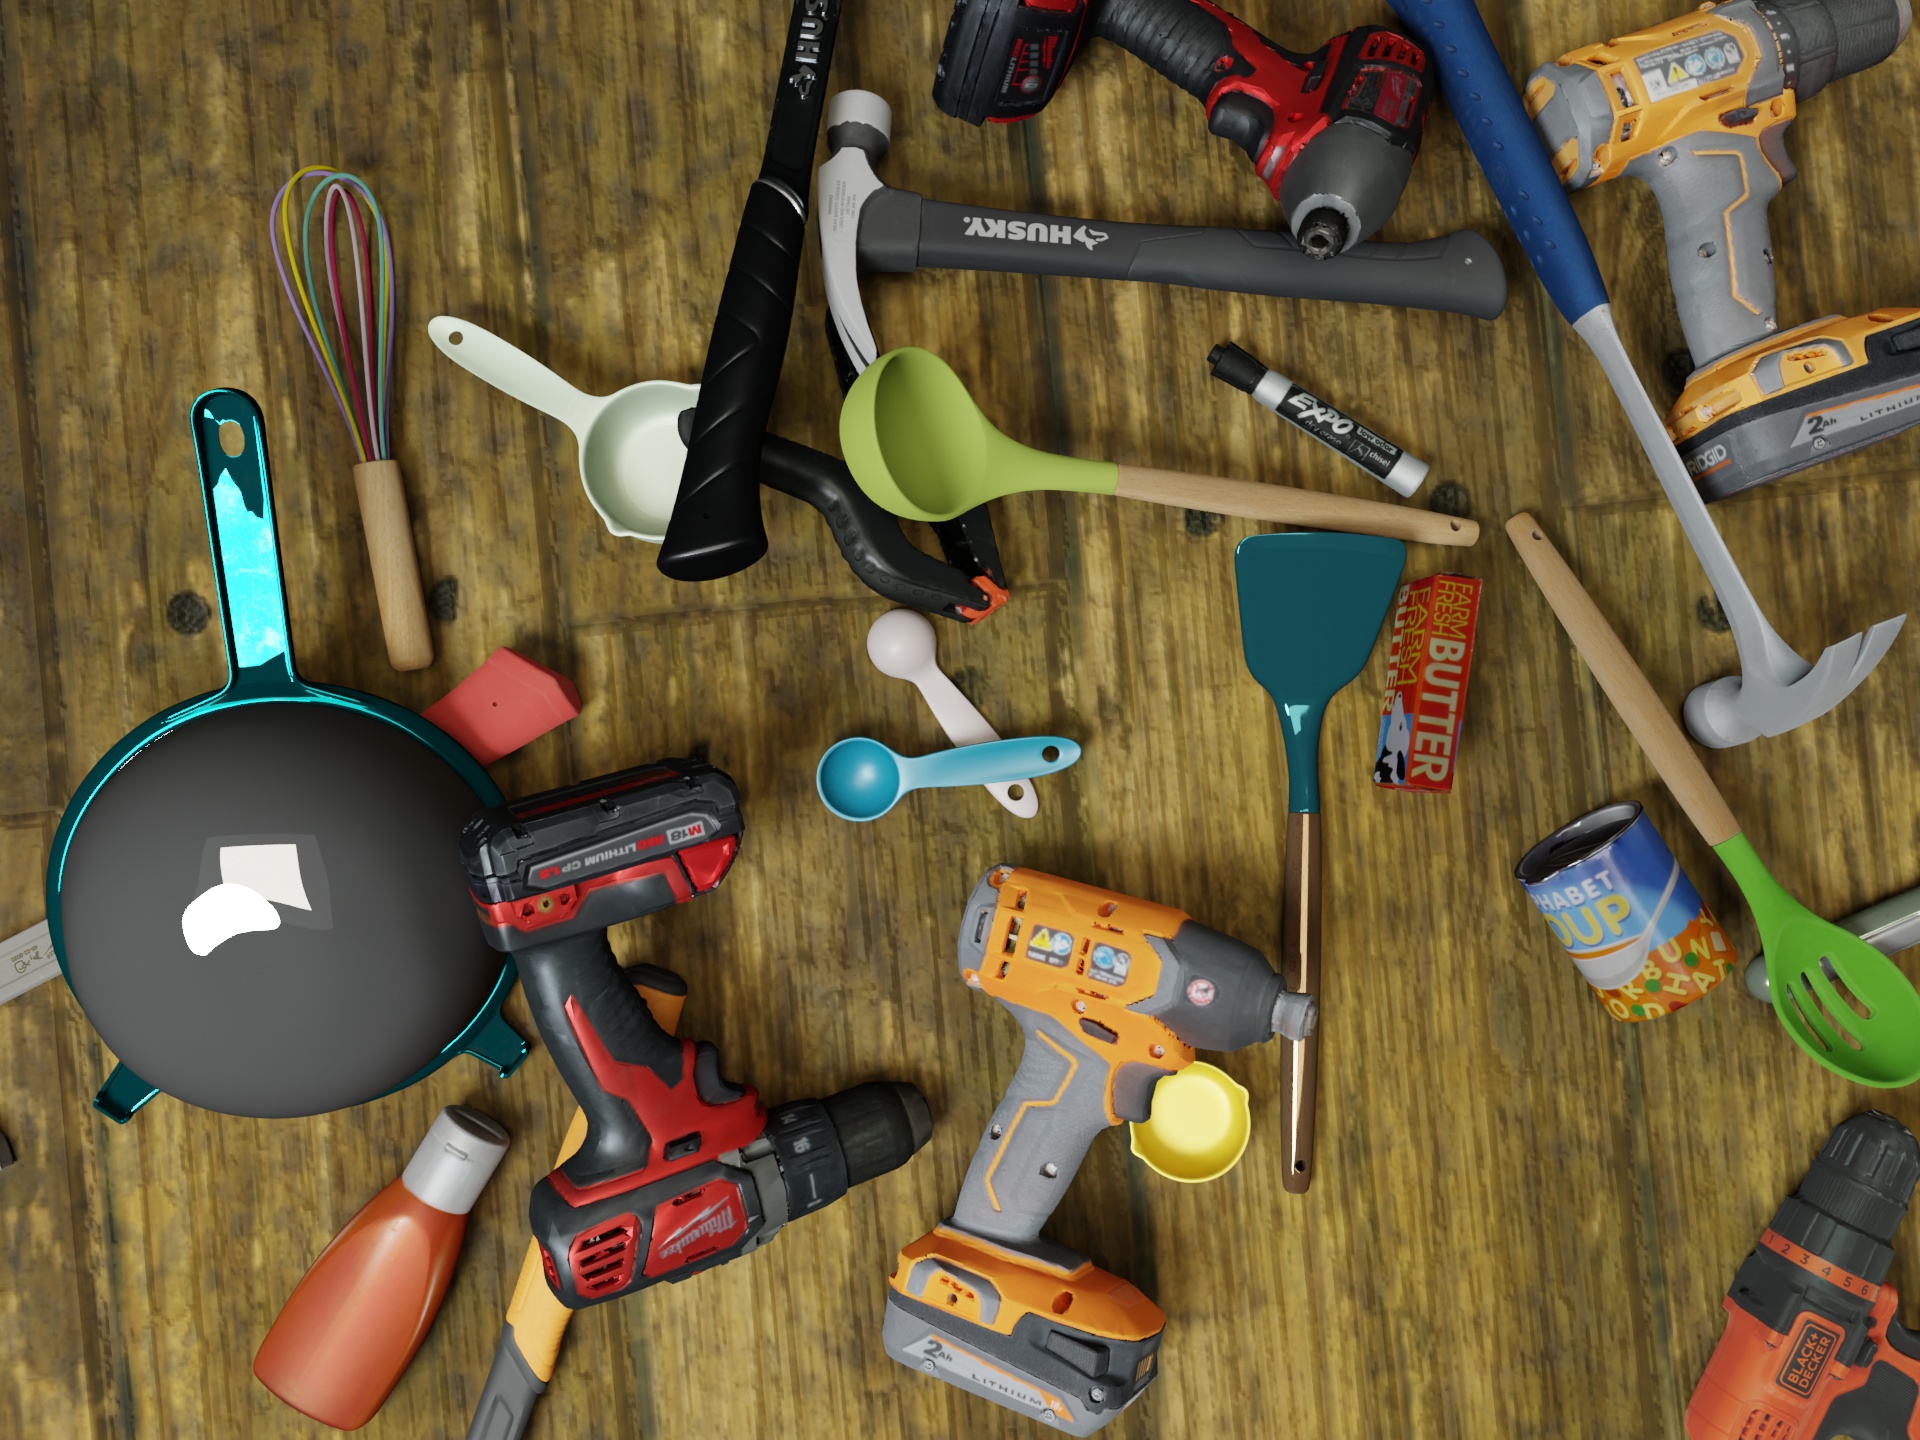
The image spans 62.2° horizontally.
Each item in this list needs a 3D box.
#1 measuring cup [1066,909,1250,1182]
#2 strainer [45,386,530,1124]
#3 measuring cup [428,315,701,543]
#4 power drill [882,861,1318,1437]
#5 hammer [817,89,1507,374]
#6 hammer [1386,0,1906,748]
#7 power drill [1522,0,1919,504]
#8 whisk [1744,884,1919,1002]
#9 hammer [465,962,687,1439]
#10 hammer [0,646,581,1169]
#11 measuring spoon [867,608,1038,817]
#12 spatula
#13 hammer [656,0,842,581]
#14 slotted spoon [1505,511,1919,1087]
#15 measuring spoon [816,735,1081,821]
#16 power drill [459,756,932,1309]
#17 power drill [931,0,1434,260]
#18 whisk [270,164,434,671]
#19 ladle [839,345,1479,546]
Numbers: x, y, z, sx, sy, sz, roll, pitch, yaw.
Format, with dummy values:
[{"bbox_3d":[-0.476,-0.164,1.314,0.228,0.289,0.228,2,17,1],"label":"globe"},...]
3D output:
[{"bbox_3d":[0.088,0.149,0.775,0.062,0.029,0.157,-29,77,5],"label":"measuring cup"},{"bbox_3d":[-0.300,0.033,0.682,0.211,0.095,0.340,-4,106,-12],"label":"strainer"},{"bbox_3d":[-0.181,-0.146,0.769,0.167,0.038,0.083,31,88,2],"label":"measuring cup"},{"bbox_3d":[0.062,0.192,0.721,0.164,0.084,0.226,12,87,24],"label":"power drill"},{"bbox_3d":[0.097,-0.220,0.765,0.334,0.035,0.146,4,72,-4],"label":"hammer"},{"bbox_3d":[0.303,-0.183,0.743,0.035,0.144,0.405,-23,82,-5],"label":"hammer"},{"bbox_3d":[0.395,-0.238,0.761,0.185,0.084,0.226,-20,85,-3],"label":"power drill"},{"bbox_3d":[0.497,0.081,0.769,0.246,0.059,0.057,-24,117,3],"label":"whisk"},{"bbox_3d":[-0.191,0.281,0.759,0.127,0.034,0.337,19,88,1],"label":"hammer"},{"bbox_3d":[-0.344,0.073,0.761,0.359,0.036,0.149,-27,89,-1],"label":"hammer"},{"bbox_3d":[-0.001,-0.002,0.776,0.034,0.018,0.124,-38,90,-2],"label":"measuring spoon"},{"bbox_3d":[0.166,0.071,0.765,0.082,0.044,0.317,1,90,-4],"label":"spatula"},{"bbox_3d":[-0.084,-0.255,0.727,0.149,0.036,0.409,8,73,3],"label":"hammer"},{"bbox_3d":[0.352,0.033,0.759,0.070,0.031,0.314,-27,80,-19],"label":"slotted spoon"},{"bbox_3d":[-0.006,0.021,0.772,0.128,0.021,0.042,-7,103,0],"label":"measuring spoon"},{"bbox_3d":[-0.117,0.134,0.719,0.188,0.080,0.226,-15,100,-22],"label":"power drill"},{"bbox_3d":[0.107,-0.294,0.734,0.219,0.078,0.143,24,56,-1],"label":"power drill"},{"bbox_3d":[-0.282,-0.146,0.768,0.051,0.047,0.245,-9,93,11],"label":"whisk"},{"bbox_3d":[0.101,-0.113,0.740,0.320,0.062,0.078,7,77,-12],"label":"ladle"}]
